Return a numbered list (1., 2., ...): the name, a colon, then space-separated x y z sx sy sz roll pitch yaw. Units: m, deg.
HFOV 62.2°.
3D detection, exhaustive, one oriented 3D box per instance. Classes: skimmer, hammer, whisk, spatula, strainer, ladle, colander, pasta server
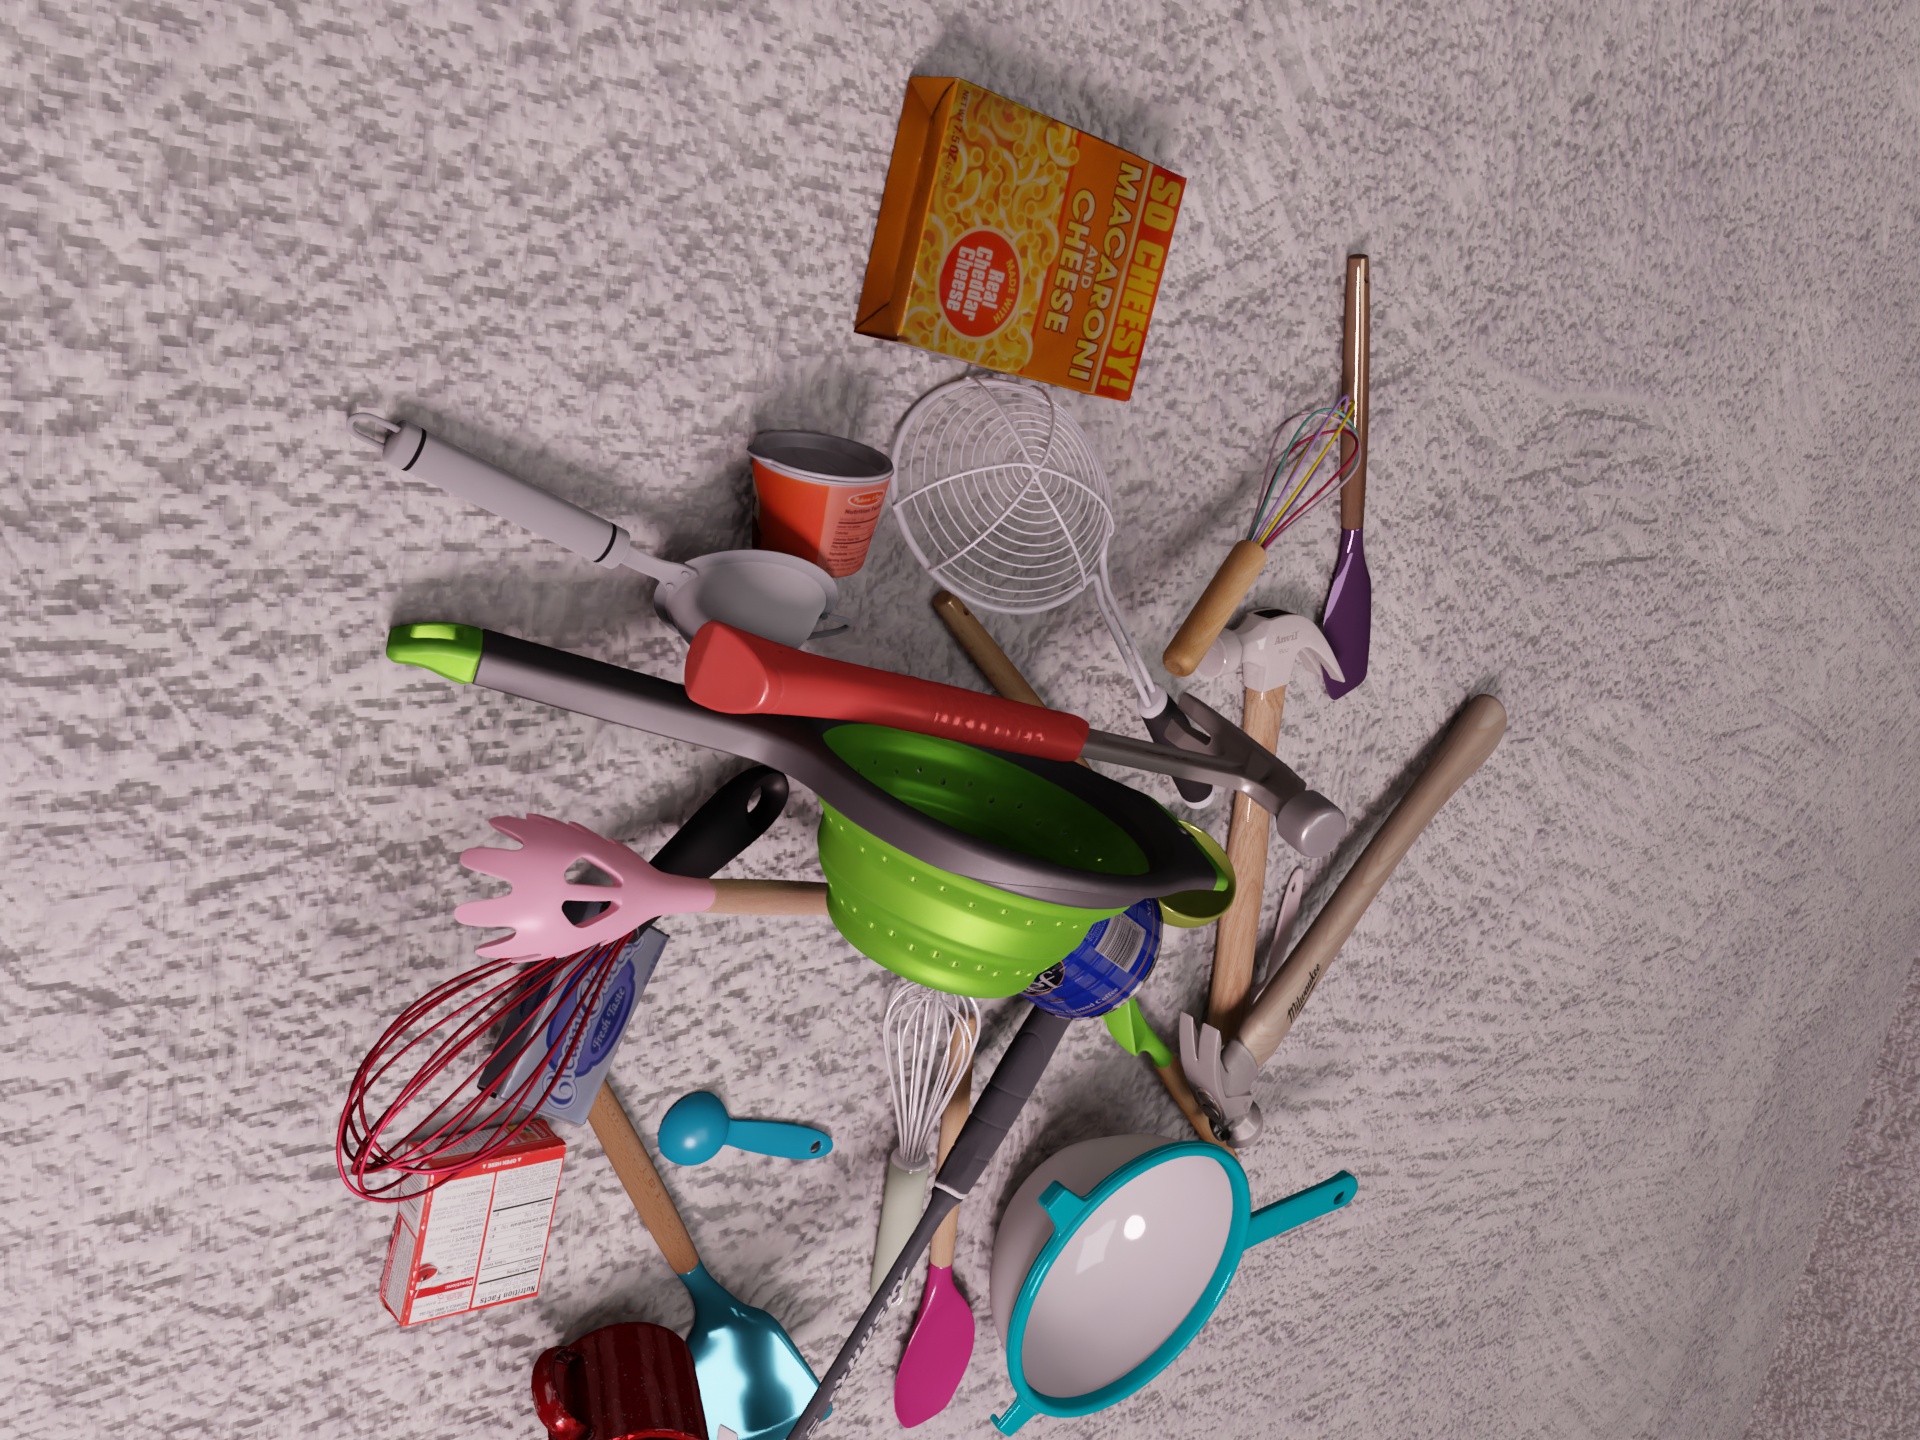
1. skimmer: 0.071 -0.050 0.928 0.127 0.090 0.362 -63 147 -21
2. hammer: 0.203 0.080 1.113 0.130 0.031 0.331 -17 119 -37
3. whisk: 0.186 -0.114 0.973 0.245 0.047 0.051 -54 124 -28
4. hammer: 0.027 0.000 0.792 0.358 0.149 0.036 12 109 -35
5. hammer: -0.017 0.283 0.919 0.409 0.036 0.149 -54 154 -34
6. whisk: -0.168 0.105 0.725 0.296 0.073 0.073 -46 136 -44
7. spatula: 0.264 -0.154 1.073 0.060 0.018 0.315 -28 126 -34
8. strainer: 0.142 0.353 1.126 0.340 0.095 0.211 -6 115 -38
9. ladle: 0.080 0.025 0.959 0.319 0.062 0.078 50 33 -39
10. strainer: -0.149 -0.071 0.703 0.258 0.087 0.050 26 49 -36
11. hammer: 0.295 0.121 1.185 0.411 0.038 0.146 -48 138 -24
12. colander: -0.073 0.048 0.741 0.396 0.205 0.094 16 106 -22
13. pasta server: -0.114 0.082 0.747 0.316 0.040 0.060 16 77 -66
14. spatula: -0.155 0.287 0.865 0.082 0.044 0.317 -20 123 -3
15. whisk: -0.030 0.261 0.973 0.058 0.059 0.246 7 112 -6

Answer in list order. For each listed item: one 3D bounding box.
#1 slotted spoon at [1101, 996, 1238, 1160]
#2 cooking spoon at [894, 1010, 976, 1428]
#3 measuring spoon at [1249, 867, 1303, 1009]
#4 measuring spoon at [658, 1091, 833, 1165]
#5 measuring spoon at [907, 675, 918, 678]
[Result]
1. slotted spoon: 0.153 0.256 1.140 0.031 0.070 0.313 -17 138 16
2. cooking spoon: -0.010 0.330 1.036 0.068 0.017 0.318 -12 116 -39
3. measuring spoon: 0.234 0.169 1.197 0.034 0.018 0.124 15 91 -48
4. measuring spoon: -0.114 0.238 0.896 0.128 0.021 0.042 24 92 -44
5. measuring spoon: -0.001 -0.003 0.905 0.116 0.011 0.021 24 88 -49
